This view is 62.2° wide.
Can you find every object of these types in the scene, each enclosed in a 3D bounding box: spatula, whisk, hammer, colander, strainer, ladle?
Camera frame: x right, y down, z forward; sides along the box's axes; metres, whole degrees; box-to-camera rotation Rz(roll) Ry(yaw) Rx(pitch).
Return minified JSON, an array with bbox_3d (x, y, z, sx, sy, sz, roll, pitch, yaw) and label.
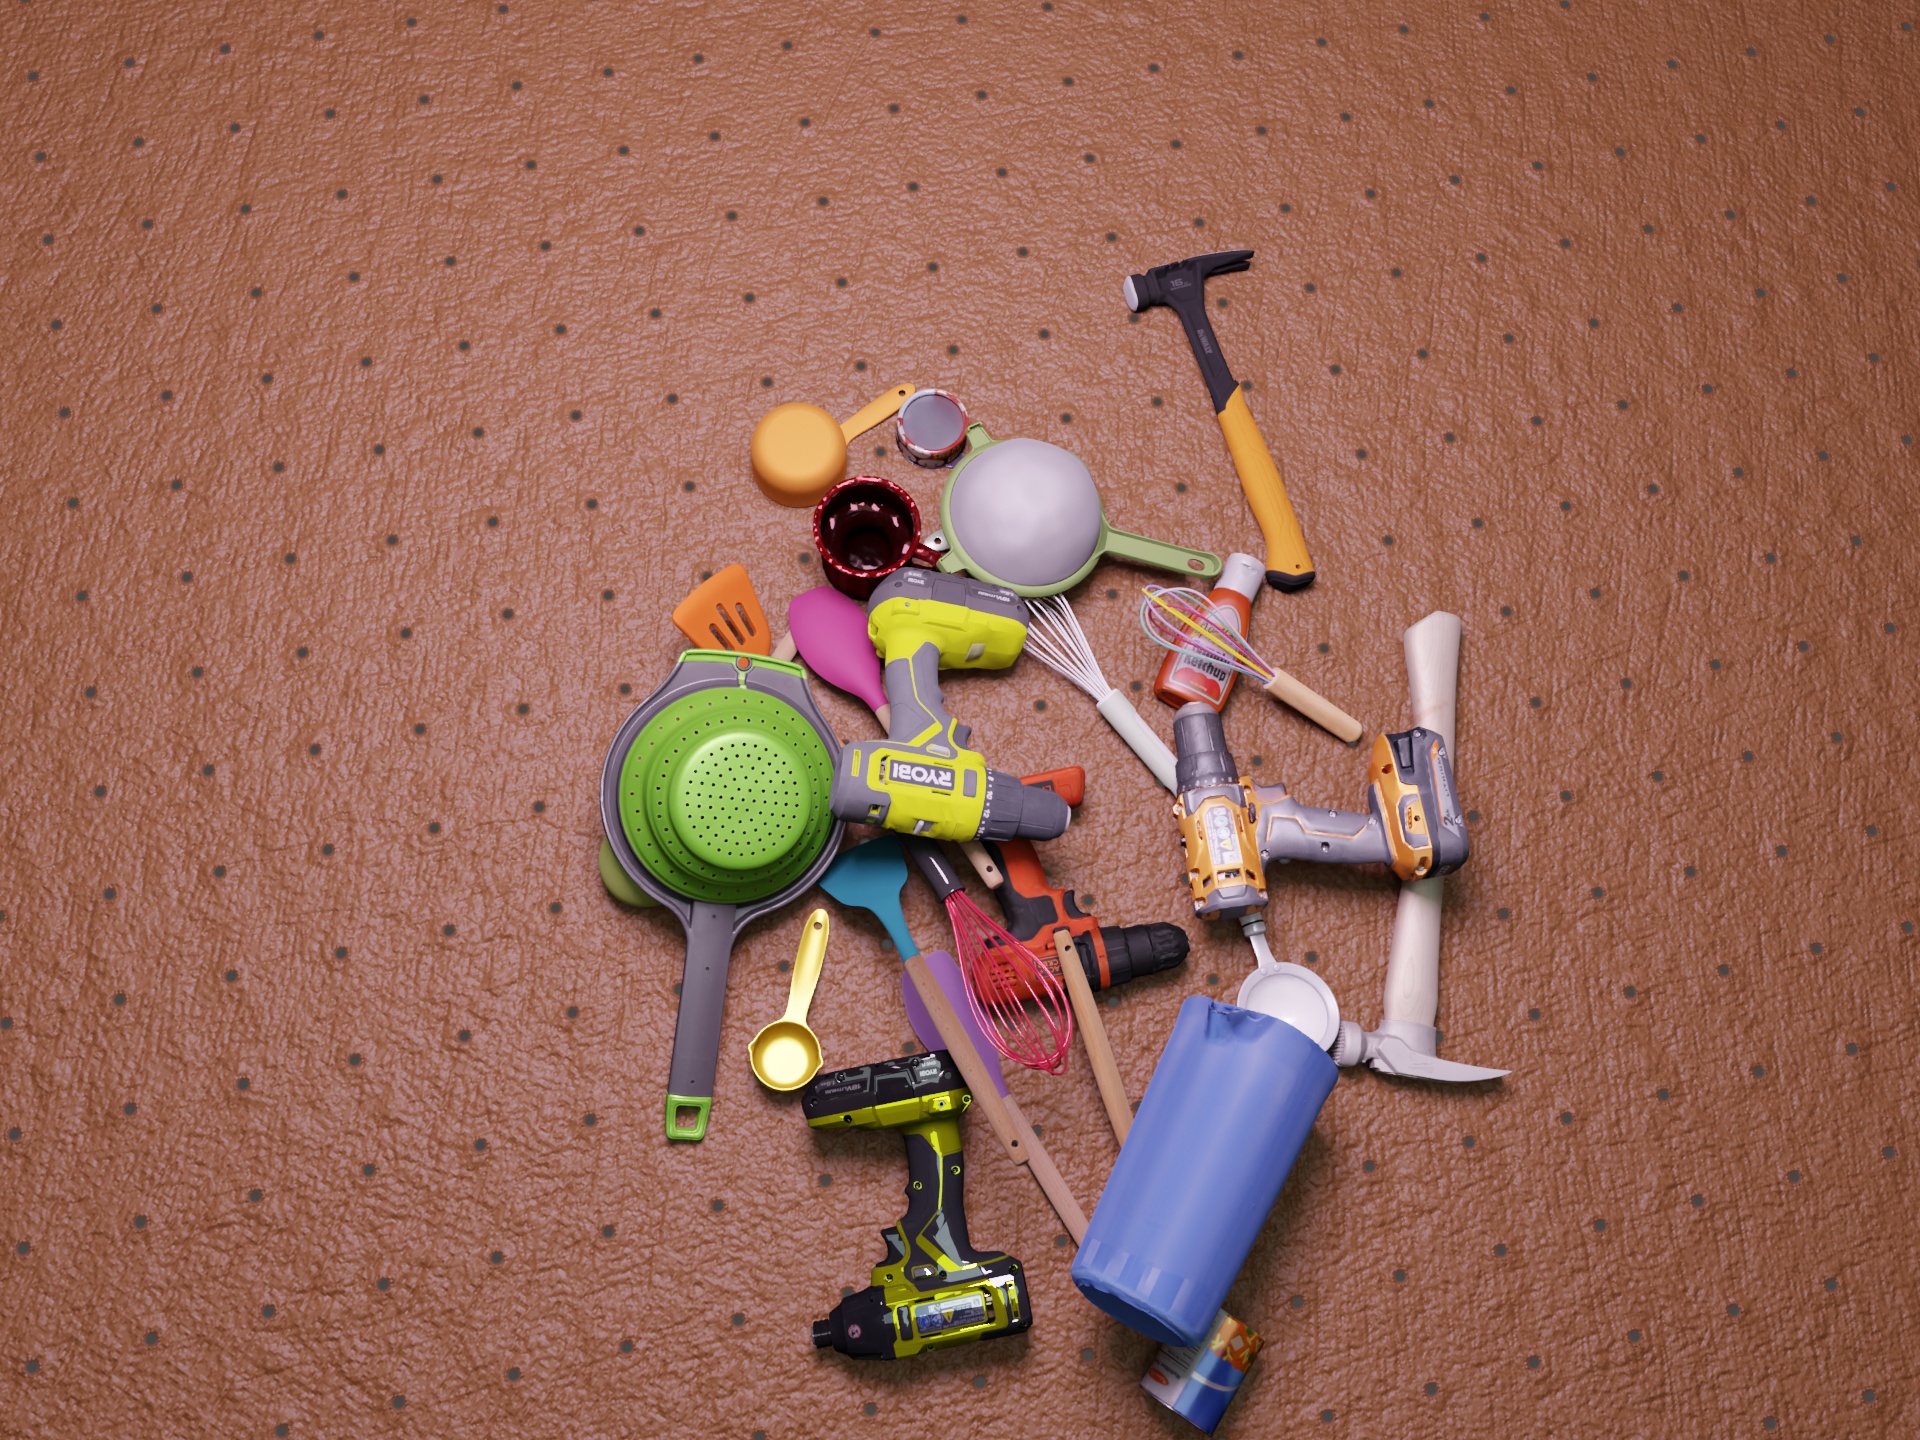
[{"bbox_3d":[-0.024,0.215,1.262,0.082,0.044,0.318,-22,58,-15],"label":"spatula"},{"bbox_3d":[0.251,-0.046,1.369,0.244,0.047,0.051,31,72,-17],"label":"whisk"},{"bbox_3d":[0.414,0.104,1.379,0.146,0.038,0.411,10,74,-3],"label":"hammer"},{"bbox_3d":[0.004,0.157,1.279,0.073,0.073,0.296,-29,68,-11],"label":"whisk"},{"bbox_3d":[0.263,-0.279,1.473,0.127,0.034,0.337,-16,77,-7],"label":"hammer"},{"bbox_3d":[-0.189,0.141,1.258,0.204,0.094,0.397,7,88,-16],"label":"colander"},{"bbox_3d":[0.252,0.184,1.346,0.087,0.050,0.259,-12,70,-13],"label":"strainer"},{"bbox_3d":[0.124,-0.026,1.391,0.059,0.058,0.246,-42,85,18],"label":"whisk"},{"bbox_3d":[0.045,0.334,1.302,0.060,0.018,0.316,-31,78,-9],"label":"spatula"},{"bbox_3d":[0.112,-0.173,1.373,0.256,0.069,0.152,14,69,-7],"label":"strainer"},{"bbox_3d":[-0.114,0.011,1.346,0.322,0.041,0.081,48,65,0],"label":"spatula"},{"bbox_3d":[-0.202,0.019,1.365,0.078,0.062,0.320,30,68,4],"label":"ladle"}]

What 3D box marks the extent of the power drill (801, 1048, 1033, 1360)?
[{"bbox_3d":[-0.048,0.382,1.254,0.171,0.080,0.223,-11,79,0],"label":"power drill"}]

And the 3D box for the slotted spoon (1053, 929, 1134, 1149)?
[{"bbox_3d":[0.127,0.320,1.277,0.070,0.031,0.314,-17,86,-16],"label":"slotted spoon"}]

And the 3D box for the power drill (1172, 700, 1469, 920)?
[{"bbox_3d":[0.290,0.062,1.332,0.226,0.084,0.185,-9,70,2],"label":"power drill"}]

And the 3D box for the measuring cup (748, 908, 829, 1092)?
[{"bbox_3d":[-0.133,0.233,1.319,0.062,0.029,0.157,14,63,-2],"label":"measuring cup"}]

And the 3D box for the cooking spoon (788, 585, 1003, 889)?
[{"bbox_3d":[-0.052,0.010,1.345,0.069,0.017,0.319,-27,69,-18],"label":"cooking spoon"}]

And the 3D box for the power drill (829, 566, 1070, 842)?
[{"bbox_3d":[-0.002,-0.004,1.313,0.190,0.080,0.229,10,56,-10],"label":"power drill"}]

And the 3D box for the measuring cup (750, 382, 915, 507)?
[{"bbox_3d":[-0.111,-0.265,1.434,0.173,0.052,0.095,-35,80,-10],"label":"measuring cup"}]

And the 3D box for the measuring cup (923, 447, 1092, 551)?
[{"bbox_3d":[0.043,-0.193,1.432,0.167,0.038,0.083,-24,78,-12],"label":"measuring cup"}]
